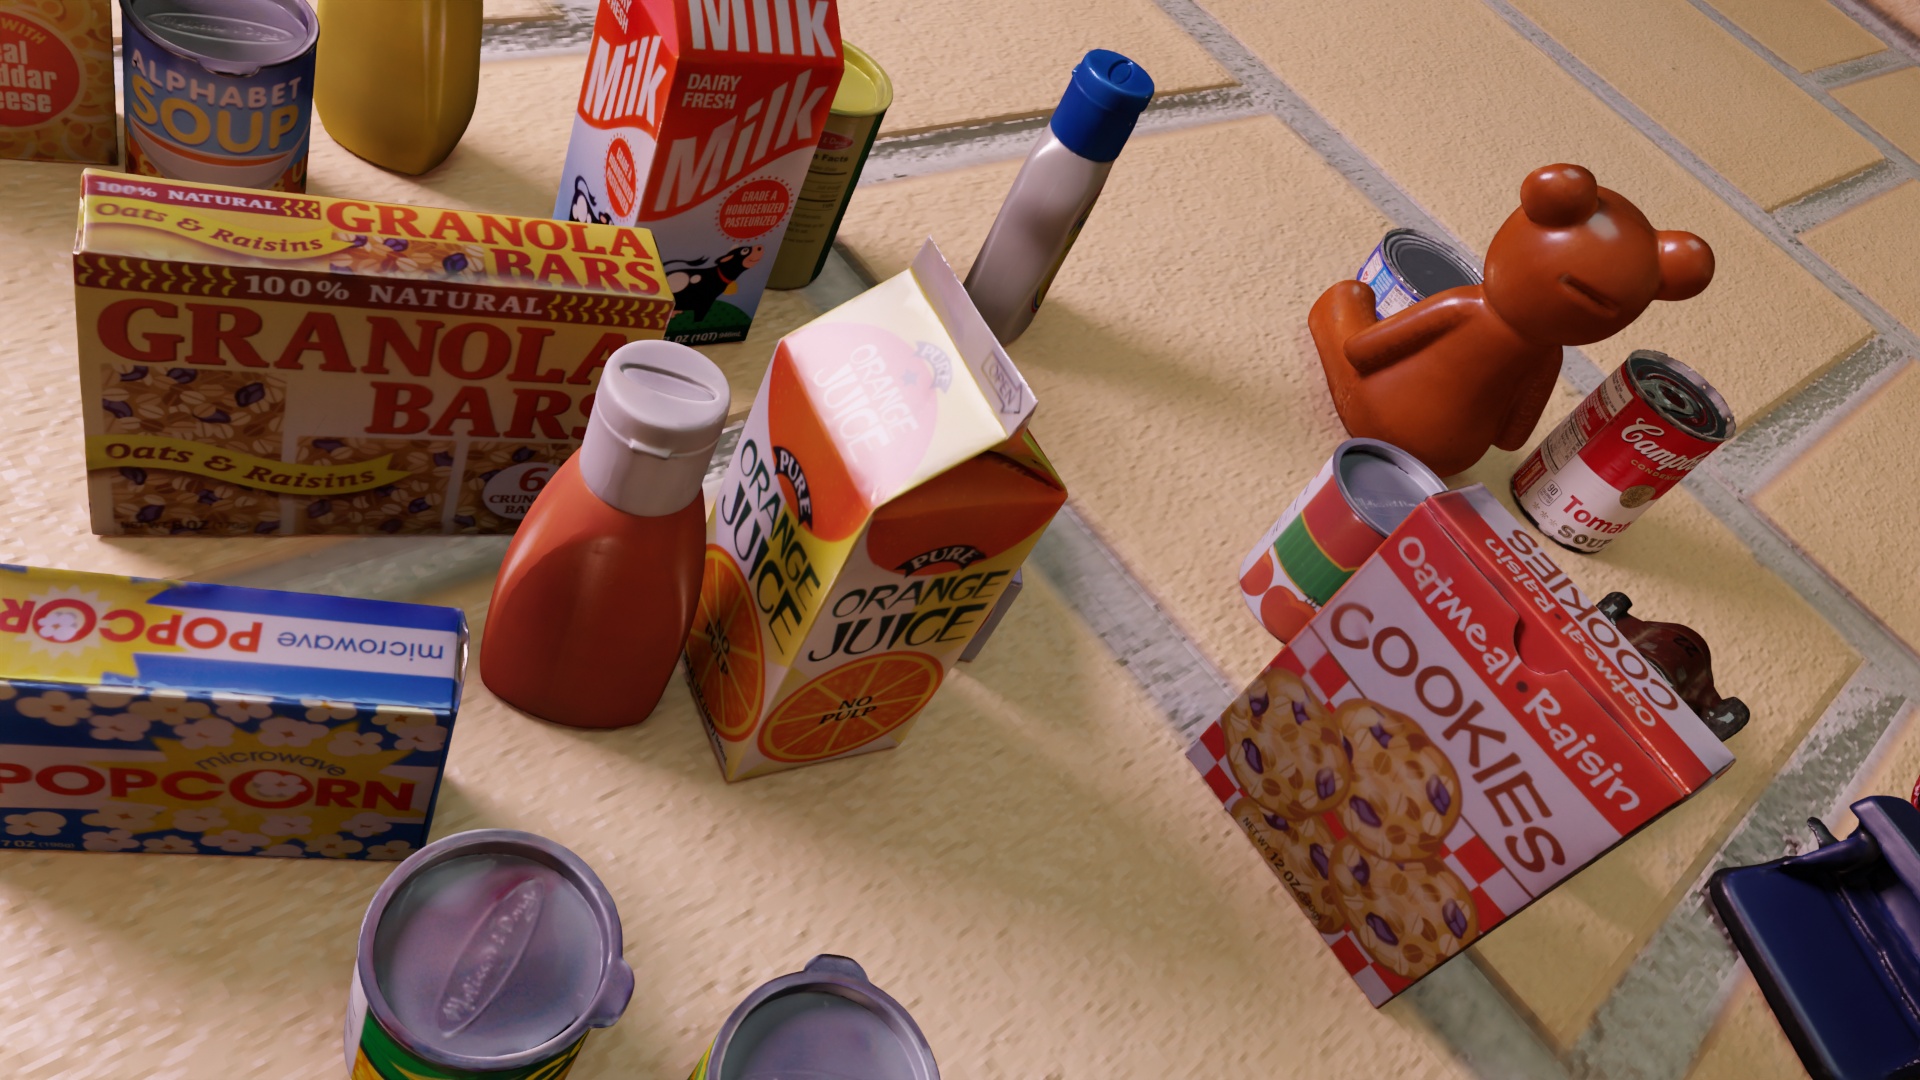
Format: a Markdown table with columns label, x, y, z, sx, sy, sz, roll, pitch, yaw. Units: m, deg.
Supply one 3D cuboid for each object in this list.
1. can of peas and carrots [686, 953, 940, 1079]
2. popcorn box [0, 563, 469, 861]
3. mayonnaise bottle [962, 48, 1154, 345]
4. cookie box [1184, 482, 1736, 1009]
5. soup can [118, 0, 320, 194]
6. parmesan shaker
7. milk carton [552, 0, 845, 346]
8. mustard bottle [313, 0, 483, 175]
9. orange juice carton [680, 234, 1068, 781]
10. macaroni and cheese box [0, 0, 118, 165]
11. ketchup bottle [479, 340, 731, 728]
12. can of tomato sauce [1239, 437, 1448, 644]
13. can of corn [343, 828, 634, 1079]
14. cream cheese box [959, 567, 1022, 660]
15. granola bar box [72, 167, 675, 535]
| label | x | y | z | sx | sy | sz | roll | pitch | yaw |
| --- | --- | --- | --- | --- | --- | --- | --- | --- | --- |
| can of peas and carrots | -0.046 | 0.162 | 0.392 | 0.071 | 0.058 | 0.071 | 16 | 45 | -16 |
| popcorn box | -0.208 | 0.051 | 0.384 | 0.127 | 0.084 | 0.038 | 8 | 48 | -23 |
| mayonnaise bottle | 0.045 | -0.165 | 0.676 | 0.041 | 0.147 | 0.065 | 31 | 43 | 0 |
| cookie box | 0.170 | 0.079 | 0.508 | 0.040 | 0.166 | 0.123 | -16 | 61 | -38 |
| soup can | -0.289 | -0.169 | 0.542 | 0.071 | 0.083 | 0.072 | 16 | 45 | -16 |
| parmesan shaker | -0.082 | -0.178 | 0.650 | 0.071 | 0.102 | 0.072 | 16 | 45 | -16 |
| milk carton | -0.108 | -0.170 | 0.565 | 0.072 | 0.189 | 0.073 | -10 | 57 | -35 |
| mustard bottle | -0.229 | -0.230 | 0.575 | 0.065 | 0.159 | 0.049 | 26 | 43 | -5 |
| orange juice carton | -0.031 | -0.004 | 0.455 | 0.073 | 0.191 | 0.072 | -7 | 55 | -33 |
| macaroni and cheese box | -0.365 | -0.212 | 0.478 | 0.124 | 0.165 | 0.040 | -5 | 54 | -32 |
| ketchup bottle | -0.109 | 0.002 | 0.437 | 0.065 | 0.148 | 0.044 | 16 | 45 | -16 |
| can of tomato sauce | 0.179 | 0.006 | 0.641 | 0.071 | 0.082 | 0.071 | 16 | 45 | -16 |
| can of corn | -0.130 | 0.124 | 0.381 | 0.071 | 0.058 | 0.071 | 16 | 45 | -16 |
| cream cheese box | 0.002 | -0.007 | 0.577 | 0.024 | 0.053 | 0.104 | 14 | 46 | -18 |
| granola bar box | -0.193 | -0.054 | 0.460 | 0.166 | 0.123 | 0.039 | 0 | 52 | -29 |
